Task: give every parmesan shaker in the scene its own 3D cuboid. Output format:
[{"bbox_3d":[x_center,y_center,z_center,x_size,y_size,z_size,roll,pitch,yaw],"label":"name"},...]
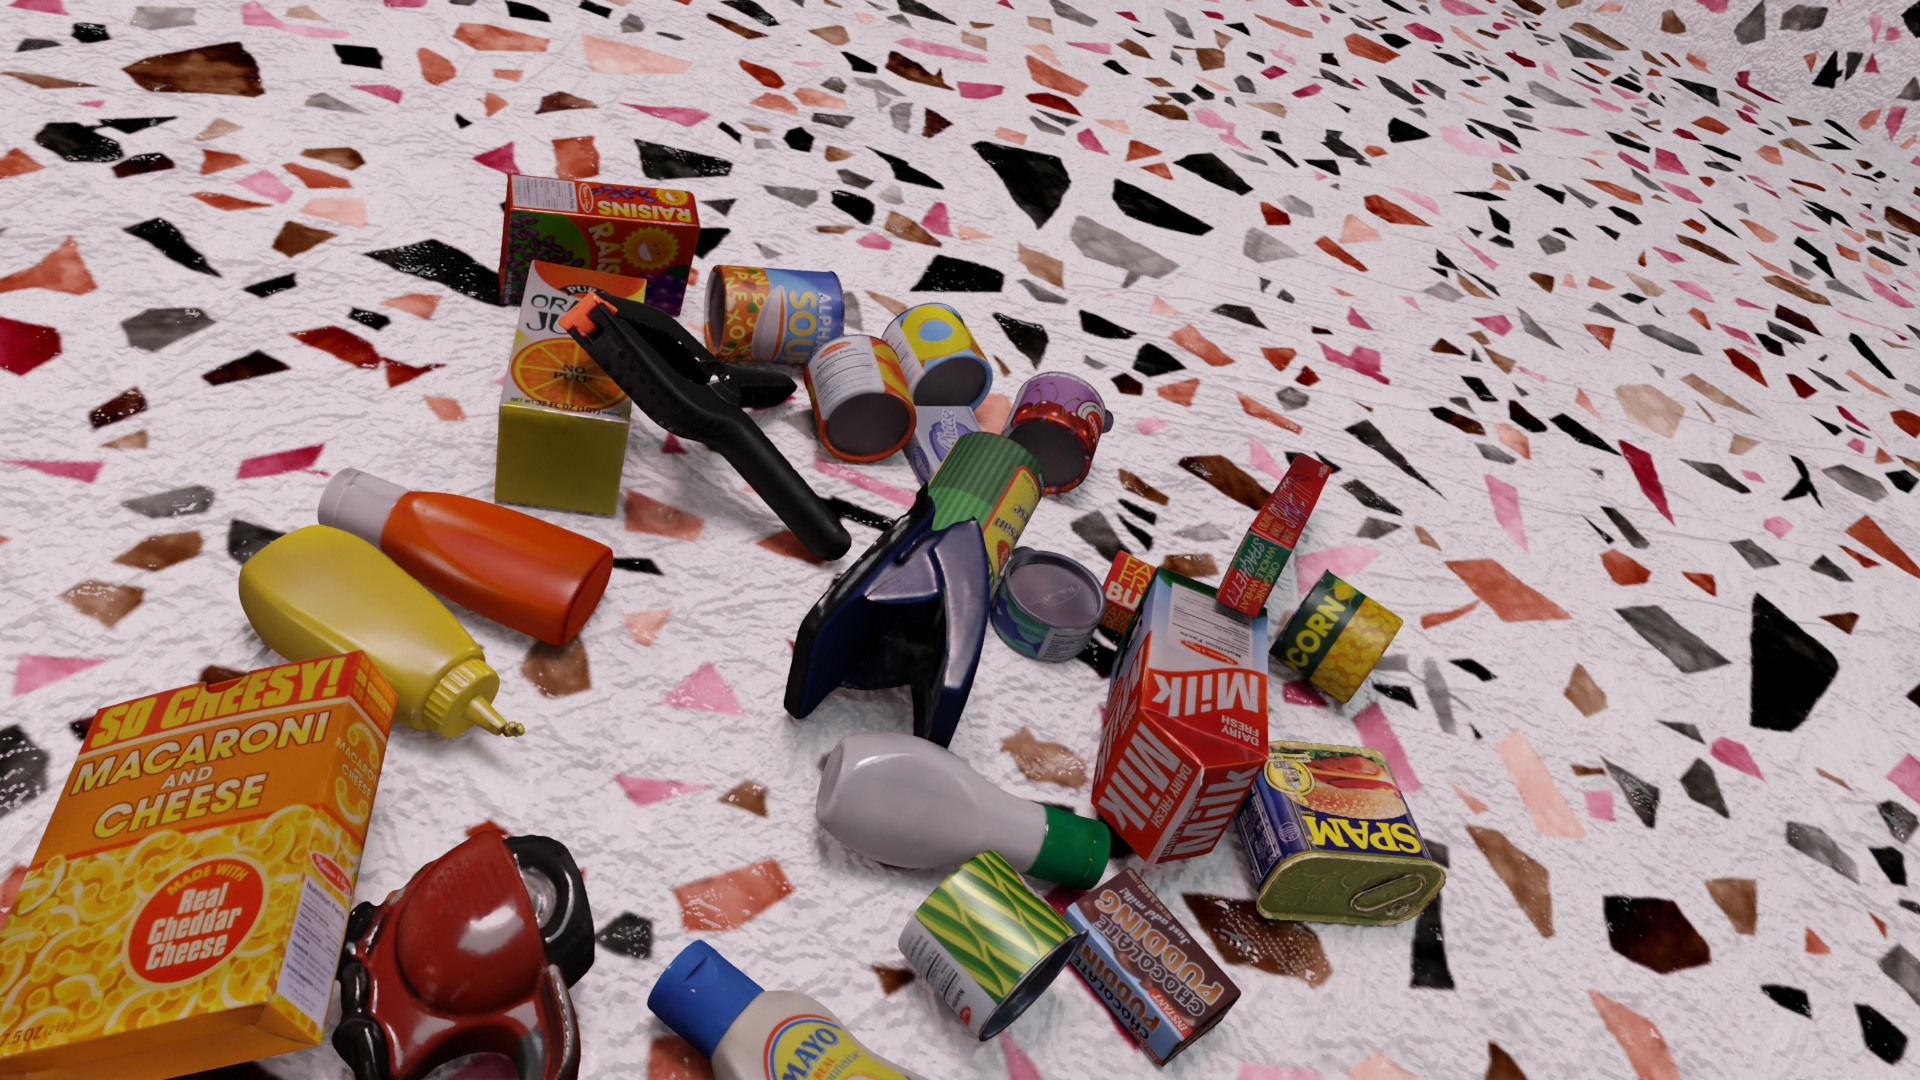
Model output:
[{"bbox_3d":[0.003,-0.010,0.837,0.071,0.071,0.103,26,56,6],"label":"parmesan shaker"}]

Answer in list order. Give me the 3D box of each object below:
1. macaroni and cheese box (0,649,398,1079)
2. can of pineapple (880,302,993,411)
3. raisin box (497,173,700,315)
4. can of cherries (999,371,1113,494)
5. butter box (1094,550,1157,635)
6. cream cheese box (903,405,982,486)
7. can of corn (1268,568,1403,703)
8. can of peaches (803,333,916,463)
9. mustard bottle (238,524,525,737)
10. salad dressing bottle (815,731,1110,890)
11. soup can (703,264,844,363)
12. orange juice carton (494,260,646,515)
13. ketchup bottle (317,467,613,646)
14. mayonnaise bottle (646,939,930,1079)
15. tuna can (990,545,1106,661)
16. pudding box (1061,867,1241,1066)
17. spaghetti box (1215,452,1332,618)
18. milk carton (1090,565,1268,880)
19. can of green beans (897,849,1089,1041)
[{"bbox_3d":[-0.305,0.128,0.556,0.124,0.040,0.167,-13,44,3],"label":"macaroni and cheese box"},{"bbox_3d":[-0.015,-0.125,0.978,0.071,0.070,0.058,-5,48,-28],"label":"can of pineapple"},{"bbox_3d":[-0.246,-0.199,0.944,0.123,0.085,0.040,0,51,-23],"label":"raisin box"},{"bbox_3d":[0.066,-0.073,0.955,0.071,0.071,0.059,22,40,1],"label":"can of cherries"},{"bbox_3d":[0.138,0.049,0.886,0.103,0.024,0.053,25,40,4],"label":"butter box"},{"bbox_3d":[-0.003,-0.051,0.934,0.053,0.024,0.104,-3,46,-26],"label":"cream cheese box"},{"bbox_3d":[0.238,0.061,0.882,0.058,0.070,0.071,35,42,15],"label":"can of corn"},{"bbox_3d":[-0.065,-0.092,0.923,0.071,0.070,0.058,2,44,-22],"label":"can of peaches"},{"bbox_3d":[-0.277,0.054,0.680,0.160,0.048,0.065,33,42,13],"label":"mustard bottle"},{"bbox_3d":[0.003,0.141,0.702,0.148,0.064,0.044,20,9,-14],"label":"salad dressing bottle"},{"bbox_3d":[-0.129,-0.154,0.961,0.084,0.071,0.071,-1,45,-24],"label":"soup can"},{"bbox_3d":[-0.238,-0.109,0.859,0.072,0.072,0.194,8,42,-15],"label":"orange juice carton"},{"bbox_3d":[-0.267,0.003,0.745,0.149,0.043,0.065,22,39,1],"label":"ketchup bottle"},{"bbox_3d":[-0.066,0.228,0.586,0.148,0.041,0.065,34,43,13],"label":"mayonnaise bottle"},{"bbox_3d":[0.052,0.038,0.853,0.071,0.032,0.071,12,41,-11],"label":"tuna can"},{"bbox_3d":[0.090,0.209,0.684,0.050,0.030,0.084,-20,55,-38],"label":"pudding box"},{"bbox_3d":[0.207,-0.009,0.900,0.029,0.050,0.251,28,21,12],"label":"spaghetti box"},{"bbox_3d":[0.122,0.100,0.765,0.073,0.072,0.191,22,30,0],"label":"milk carton"},{"bbox_3d":[0.013,0.187,0.647,0.058,0.071,0.071,42,44,23],"label":"can of green beans"}]
